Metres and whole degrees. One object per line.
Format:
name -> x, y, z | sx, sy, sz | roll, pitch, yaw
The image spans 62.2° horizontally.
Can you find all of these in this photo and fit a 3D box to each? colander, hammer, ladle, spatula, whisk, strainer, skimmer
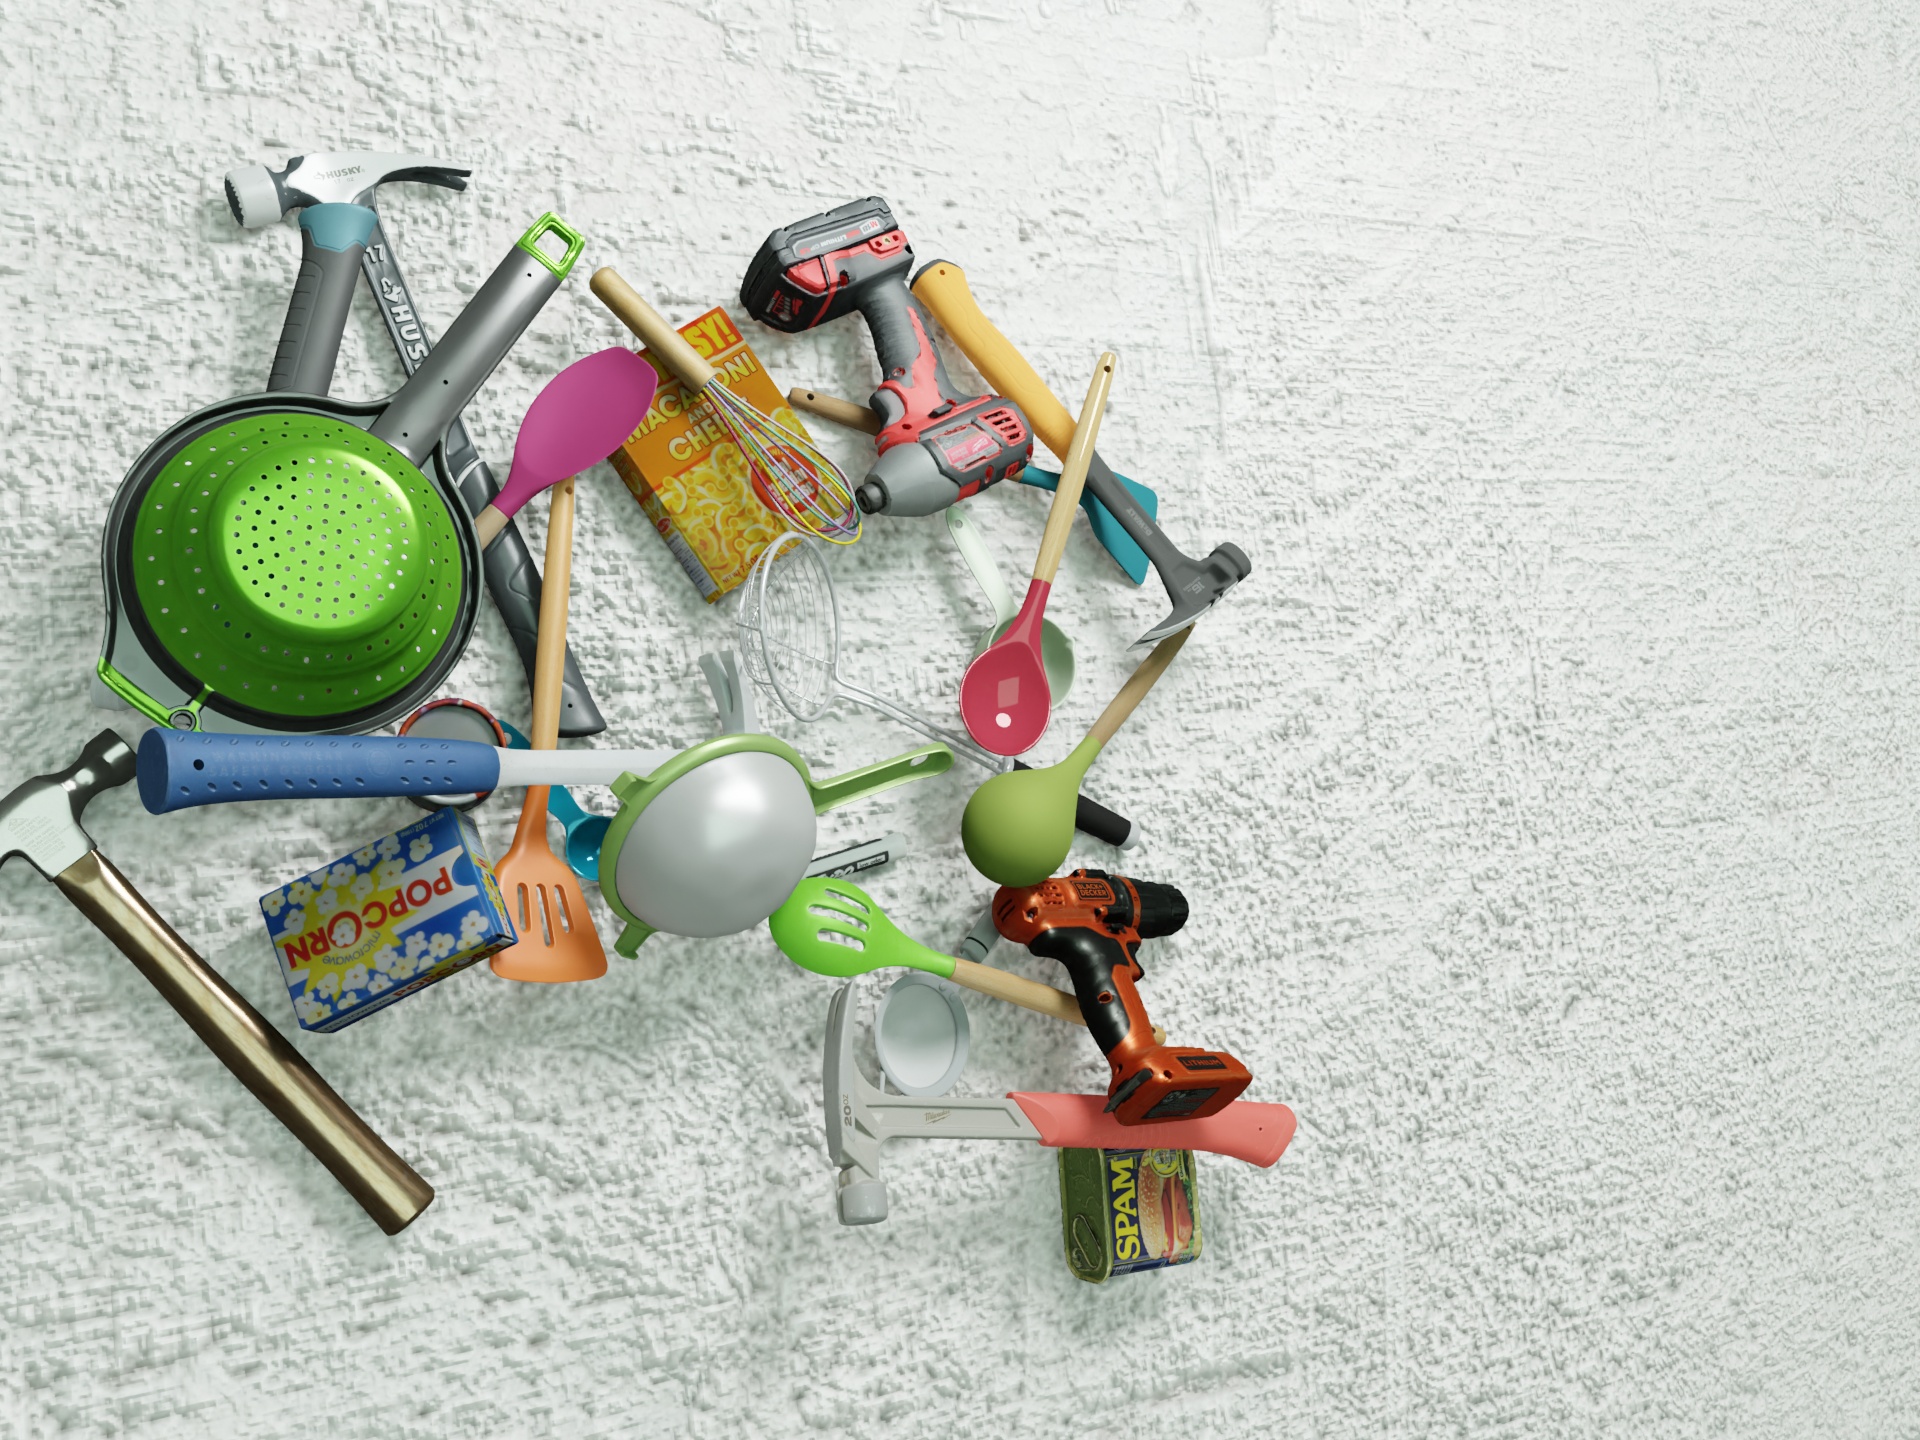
colander -> -0.324, -0.158, 0.914 | 0.204, 0.094, 0.397 | 38, 67, -21
hammer -> -0.428, 0.169, 0.912 | 0.130, 0.031, 0.331 | -44, 101, -26
ladle -> 0.099, 0.009, 1.163 | 0.078, 0.062, 0.320 | 48, 44, -5
hammer -> -0.409, -0.156, 0.952 | 0.128, 0.033, 0.331 | 12, 81, -12
hammer -> 0.076, 0.262, 1.079 | 0.358, 0.036, 0.149 | 8, 64, -27
ladle -> 0.064, -0.122, 1.131 | 0.069, 0.031, 0.315 | 21, 76, -15
hammer -> -0.322, -0.177, 1.028 | 0.149, 0.036, 0.409 | -24, 92, -28
spatula -> 0.018, -0.190, 1.205 | 0.317, 0.044, 0.082 | 17, 73, -18
whisk -> -0.155, -0.208, 1.065 | 0.245, 0.051, 0.047 | 45, 70, -8
strainer -> -0.098, 0.072, 1.006 | 0.256, 0.151, 0.069 | -19, 45, -31
hammer -> 0.073, -0.208, 1.191 | 0.127, 0.034, 0.337 | -37, 86, -32
hammer -> -0.264, 0.022, 0.925 | 0.405, 0.035, 0.144 | 2, 81, -52
skimmer -> -0.002, -0.004, 1.118 | 0.363, 0.090, 0.127 | 29, 49, -21
strainer -> 0.004, 0.169, 1.120 | 0.086, 0.050, 0.258 | 52, 57, -22
spatula -> -0.253, -0.001, 0.991 | 0.081, 0.041, 0.323 | 10, 79, -45

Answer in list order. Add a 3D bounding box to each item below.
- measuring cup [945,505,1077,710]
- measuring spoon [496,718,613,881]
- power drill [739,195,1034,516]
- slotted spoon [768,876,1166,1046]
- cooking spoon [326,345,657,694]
measuring cup -> 0.024, -0.079, 1.179 | 0.083, 0.038, 0.167 | -28, 91, -28
measuring spoon -> -0.261, 0.050, 1.028 | 0.042, 0.021, 0.128 | -40, 90, -12
power drill -> -0.057, -0.248, 1.131 | 0.143, 0.078, 0.220 | -31, 87, -29
slotted spoon -> 0.015, 0.174, 1.086 | 0.313, 0.031, 0.070 | 23, 53, -24
cooking spoon -> -0.305, -0.111, 0.992 | 0.069, 0.017, 0.319 | 37, 79, 14
